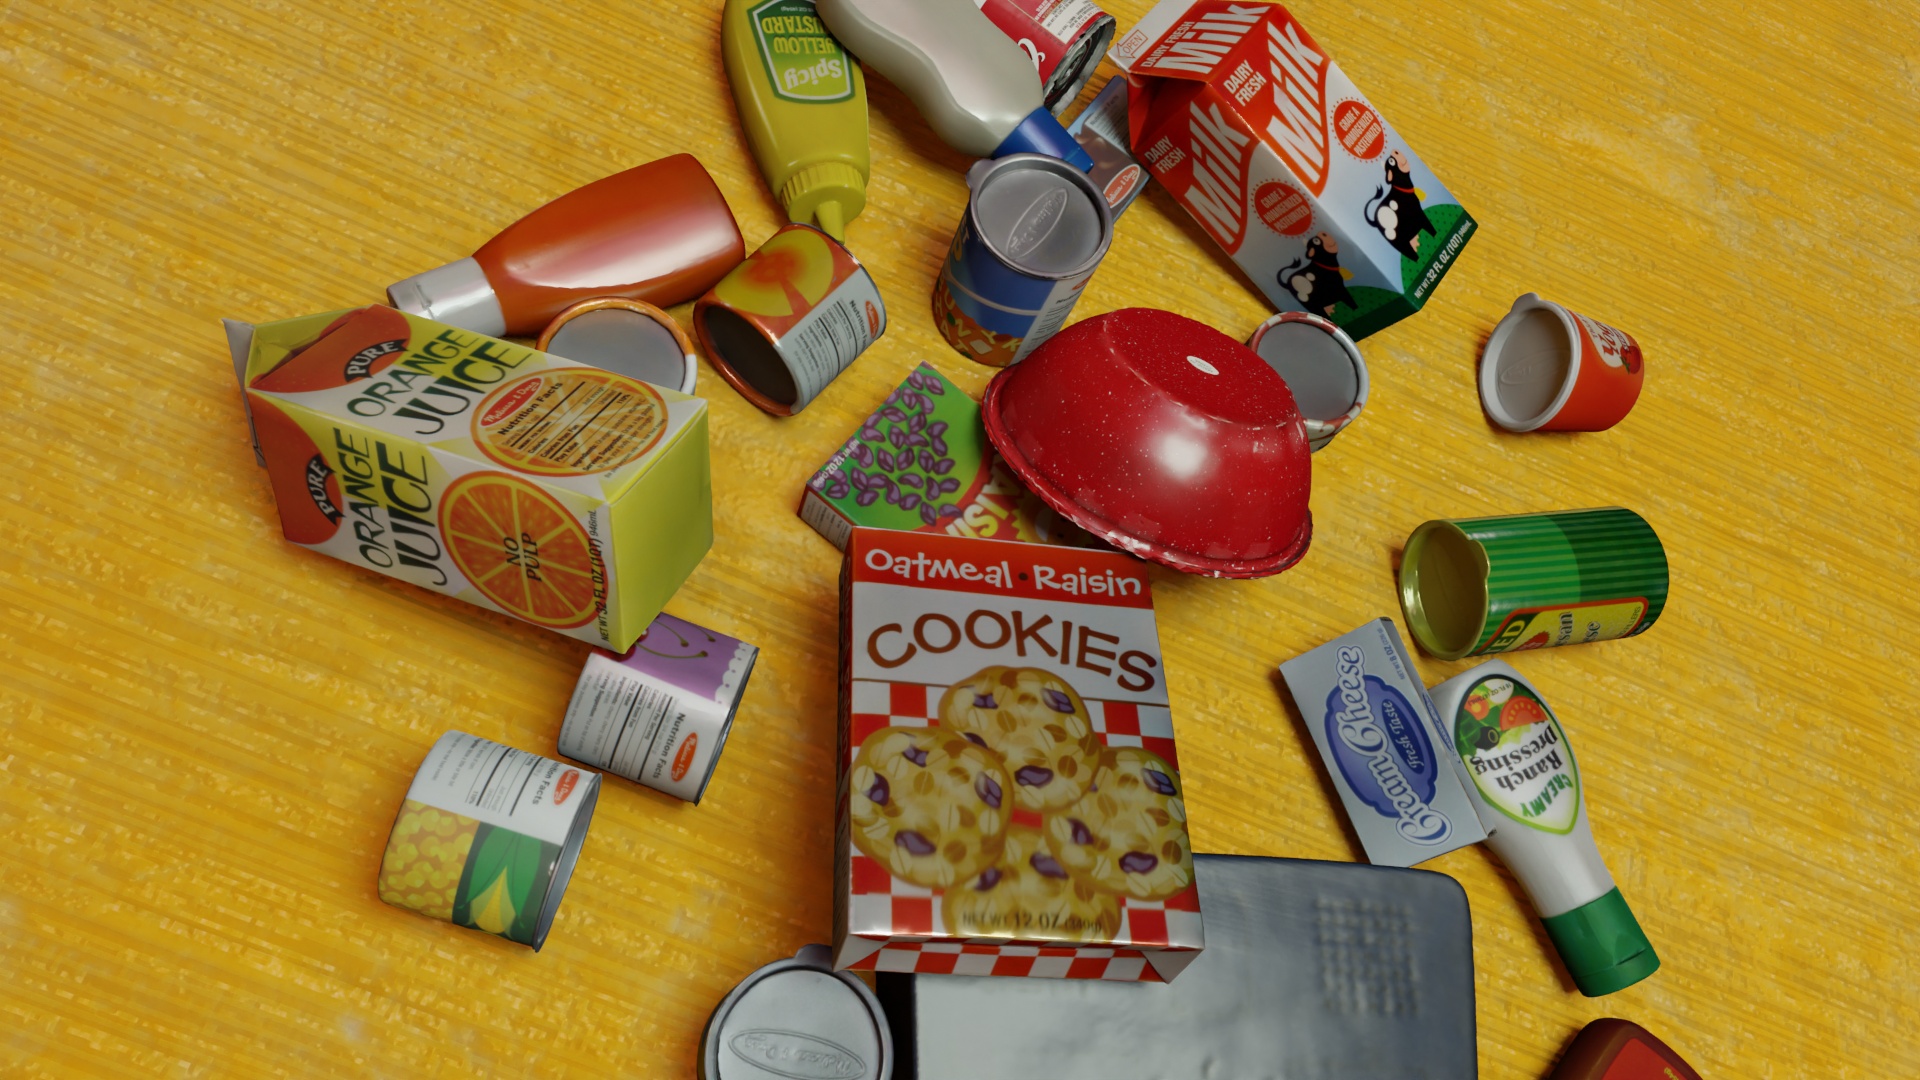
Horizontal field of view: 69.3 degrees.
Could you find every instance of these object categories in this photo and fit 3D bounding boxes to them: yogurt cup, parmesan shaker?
[{"bbox_3d":[0.312,-0.086,0.717,0.054,0.072,0.072,7,67,-21],"label":"yogurt cup"},{"bbox_3d":[0.273,0.018,0.658,0.103,0.071,0.071,-4,70,-16],"label":"parmesan shaker"}]

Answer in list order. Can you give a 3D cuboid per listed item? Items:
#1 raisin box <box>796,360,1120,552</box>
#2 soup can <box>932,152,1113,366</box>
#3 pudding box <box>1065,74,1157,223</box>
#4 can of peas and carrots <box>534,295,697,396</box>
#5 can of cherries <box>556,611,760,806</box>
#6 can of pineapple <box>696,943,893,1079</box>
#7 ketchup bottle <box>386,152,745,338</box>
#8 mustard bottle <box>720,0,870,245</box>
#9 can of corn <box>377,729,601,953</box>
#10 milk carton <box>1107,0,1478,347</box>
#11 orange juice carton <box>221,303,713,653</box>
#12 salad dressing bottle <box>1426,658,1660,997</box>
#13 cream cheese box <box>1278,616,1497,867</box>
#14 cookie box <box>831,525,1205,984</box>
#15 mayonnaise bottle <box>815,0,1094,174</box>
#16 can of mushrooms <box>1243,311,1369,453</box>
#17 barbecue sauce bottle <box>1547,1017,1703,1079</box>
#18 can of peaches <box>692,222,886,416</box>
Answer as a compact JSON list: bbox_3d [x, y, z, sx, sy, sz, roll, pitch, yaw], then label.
[{"bbox_3d":[0.002,-0.008,0.617,0.123,0.040,0.086,39,65,4],"label":"raisin box"},{"bbox_3d":[0.025,-0.131,0.648,0.071,0.083,0.071,5,67,-13],"label":"soup can"},{"bbox_3d":[0.075,-0.197,0.718,0.049,0.030,0.084,37,64,1],"label":"pudding box"},{"bbox_3d":[-0.149,-0.063,0.589,0.071,0.058,0.071,5,67,-13],"label":"can of peas and carrots"},{"bbox_3d":[-0.117,0.062,0.545,0.058,0.071,0.072,21,65,-5],"label":"can of cherries"},{"bbox_3d":[-0.061,0.188,0.509,0.071,0.057,0.071,5,67,-13],"label":"can of pineapple"},{"bbox_3d":[-0.174,-0.121,0.615,0.149,0.043,0.065,-26,76,-22],"label":"ketchup bottle"},{"bbox_3d":[-0.073,-0.202,0.671,0.065,0.048,0.160,-8,70,-20],"label":"mustard bottle"},{"bbox_3d":[-0.172,0.111,0.509,0.058,0.071,0.071,19,65,-6],"label":"can of corn"},{"bbox_3d":[0.157,-0.190,0.691,0.190,0.073,0.072,45,64,-9],"label":"milk carton"},{"bbox_3d":[-0.196,-0.032,0.529,0.193,0.071,0.073,17,40,13],"label":"orange juice carton"},{"bbox_3d":[0.259,0.128,0.625,0.064,0.044,0.148,-21,75,-15],"label":"salad dressing bottle"},{"bbox_3d":[0.188,0.092,0.617,0.024,0.053,0.104,7,57,-61],"label":"cream cheese box"},{"bbox_3d":[0.016,0.076,0.519,0.123,0.040,0.168,6,52,-12],"label":"cookie box"},{"bbox_3d":[0.001,-0.222,0.665,0.148,0.041,0.065,47,66,-3],"label":"mayonnaise bottle"},{"bbox_3d":[0.165,-0.078,0.691,0.071,0.033,0.071,5,68,-13],"label":"can of mushrooms"},{"bbox_3d":[0.249,0.270,0.564,0.065,0.043,0.149,46,65,5],"label":"barbecue sauce bottle"},{"bbox_3d":[-0.078,-0.099,0.620,0.071,0.071,0.058,40,65,4],"label":"can of peaches"}]
